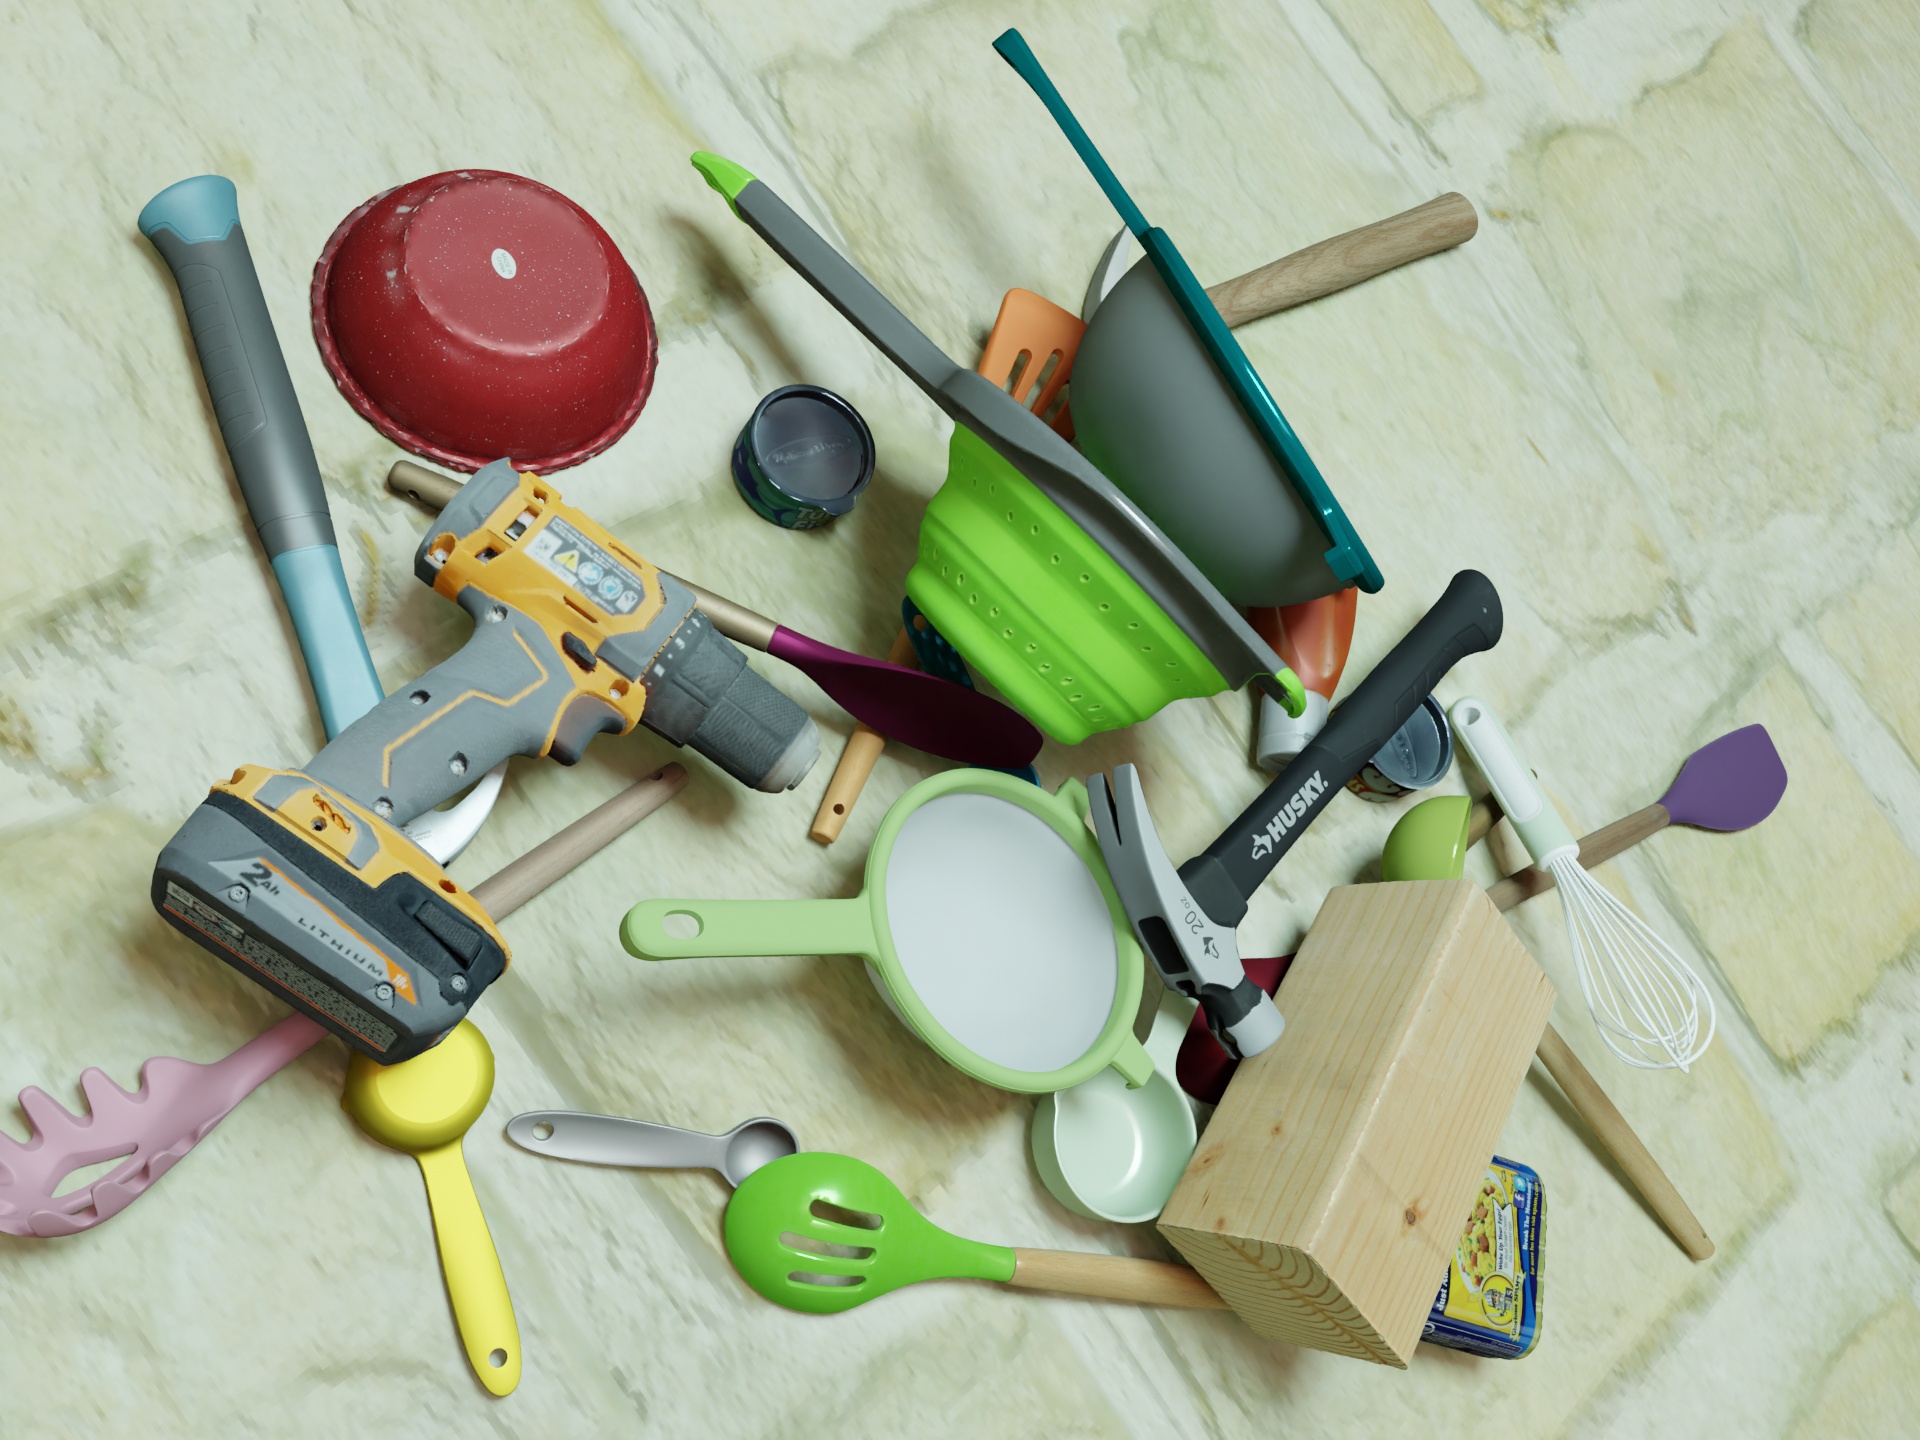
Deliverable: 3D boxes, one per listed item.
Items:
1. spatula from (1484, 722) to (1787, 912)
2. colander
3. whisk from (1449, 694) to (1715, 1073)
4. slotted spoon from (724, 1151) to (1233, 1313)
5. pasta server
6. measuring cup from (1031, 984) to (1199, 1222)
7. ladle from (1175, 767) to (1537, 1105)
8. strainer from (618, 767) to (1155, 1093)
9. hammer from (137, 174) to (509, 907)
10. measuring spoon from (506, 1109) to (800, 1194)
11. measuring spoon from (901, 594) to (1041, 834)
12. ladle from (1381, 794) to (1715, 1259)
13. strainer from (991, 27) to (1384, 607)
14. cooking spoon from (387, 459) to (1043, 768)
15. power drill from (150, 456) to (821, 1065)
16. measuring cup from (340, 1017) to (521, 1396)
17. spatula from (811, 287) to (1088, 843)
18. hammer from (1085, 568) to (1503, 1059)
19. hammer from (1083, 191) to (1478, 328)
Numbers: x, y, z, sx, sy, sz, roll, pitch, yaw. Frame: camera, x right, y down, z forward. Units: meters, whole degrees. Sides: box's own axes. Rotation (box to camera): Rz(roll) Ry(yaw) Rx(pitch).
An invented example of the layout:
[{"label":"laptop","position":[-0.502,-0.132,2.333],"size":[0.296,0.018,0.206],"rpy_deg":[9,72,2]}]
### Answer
[{"label":"spatula","position":[0.411,0.068,0.968],"size":[0.316,0.018,0.060],"rpy_deg":[-18,82,-30]},{"label":"colander","position":[-0.014,-0.113,0.744],"size":[0.094,0.204,0.397],"rpy_deg":[-46,78,4]},{"label":"whisk","position":[0.330,0.082,0.869],"size":[0.059,0.058,0.247],"rpy_deg":[33,29,-48]},{"label":"slotted spoon","position":[0.045,0.248,0.723],"size":[0.313,0.031,0.070],"rpy_deg":[15,91,-23]},{"label":"pasta server","position":[-0.235,0.098,0.638],"size":[0.060,0.040,0.316],"rpy_deg":[31,51,31]},{"label":"measuring cup","position":[0.087,0.162,0.771],"size":[0.083,0.038,0.168],"rpy_deg":[34,60,-12]},{"label":"ladle","position":[0.227,0.103,0.865],"size":[0.315,0.031,0.069],"rpy_deg":[-32,91,-32]},{"label":"strainer","position":[-0.036,0.099,0.699],"size":[0.256,0.069,0.152],"rpy_deg":[5,62,-34]},{"label":"hammer","position":[-0.286,-0.083,0.679],"size":[0.128,0.033,0.331],"rpy_deg":[-16,80,-28]},{"label":"measuring spoon","position":[-0.129,0.177,0.675],"size":[0.124,0.018,0.034],"rpy_deg":[12,94,-17]},{"label":"measuring spoon","position":[-0.001,-0.003,0.783],"size":[0.042,0.021,0.128],"rpy_deg":[-30,98,-29]},{"label":"ladle","position":[0.328,0.173,0.856],"size":[0.320,0.062,0.078],"rpy_deg":[51,39,-11]},{"label":"strainer","position":[0.084,-0.186,0.803],"size":[0.340,0.095,0.211],"rpy_deg":[58,15,5]},{"label":"cooking spoon","position":[-0.110,-0.049,0.727],"size":[0.319,0.068,0.017],"rpy_deg":[23,60,-5]},{"label":"power drill","position":[-0.173,0.024,0.631],"size":[0.185,0.084,0.226],"rpy_deg":[37,56,-9]},{"label":"measuring cup","position":[-0.199,0.188,0.627],"size":[0.062,0.029,0.157],"rpy_deg":[-14,76,-29]},{"label":"spatula","position":[-0.003,-0.080,0.809],"size":[0.081,0.041,0.323],"rpy_deg":[31,63,-14]},{"label":"hammer","position":[0.193,0.011,0.822],"size":[0.335,0.035,0.146],"rpy_deg":[-40,100,-35]},{"label":"hammer","position":[0.207,-0.275,0.982],"size":[0.331,0.031,0.130],"rpy_deg":[-28,86,-31]}]
